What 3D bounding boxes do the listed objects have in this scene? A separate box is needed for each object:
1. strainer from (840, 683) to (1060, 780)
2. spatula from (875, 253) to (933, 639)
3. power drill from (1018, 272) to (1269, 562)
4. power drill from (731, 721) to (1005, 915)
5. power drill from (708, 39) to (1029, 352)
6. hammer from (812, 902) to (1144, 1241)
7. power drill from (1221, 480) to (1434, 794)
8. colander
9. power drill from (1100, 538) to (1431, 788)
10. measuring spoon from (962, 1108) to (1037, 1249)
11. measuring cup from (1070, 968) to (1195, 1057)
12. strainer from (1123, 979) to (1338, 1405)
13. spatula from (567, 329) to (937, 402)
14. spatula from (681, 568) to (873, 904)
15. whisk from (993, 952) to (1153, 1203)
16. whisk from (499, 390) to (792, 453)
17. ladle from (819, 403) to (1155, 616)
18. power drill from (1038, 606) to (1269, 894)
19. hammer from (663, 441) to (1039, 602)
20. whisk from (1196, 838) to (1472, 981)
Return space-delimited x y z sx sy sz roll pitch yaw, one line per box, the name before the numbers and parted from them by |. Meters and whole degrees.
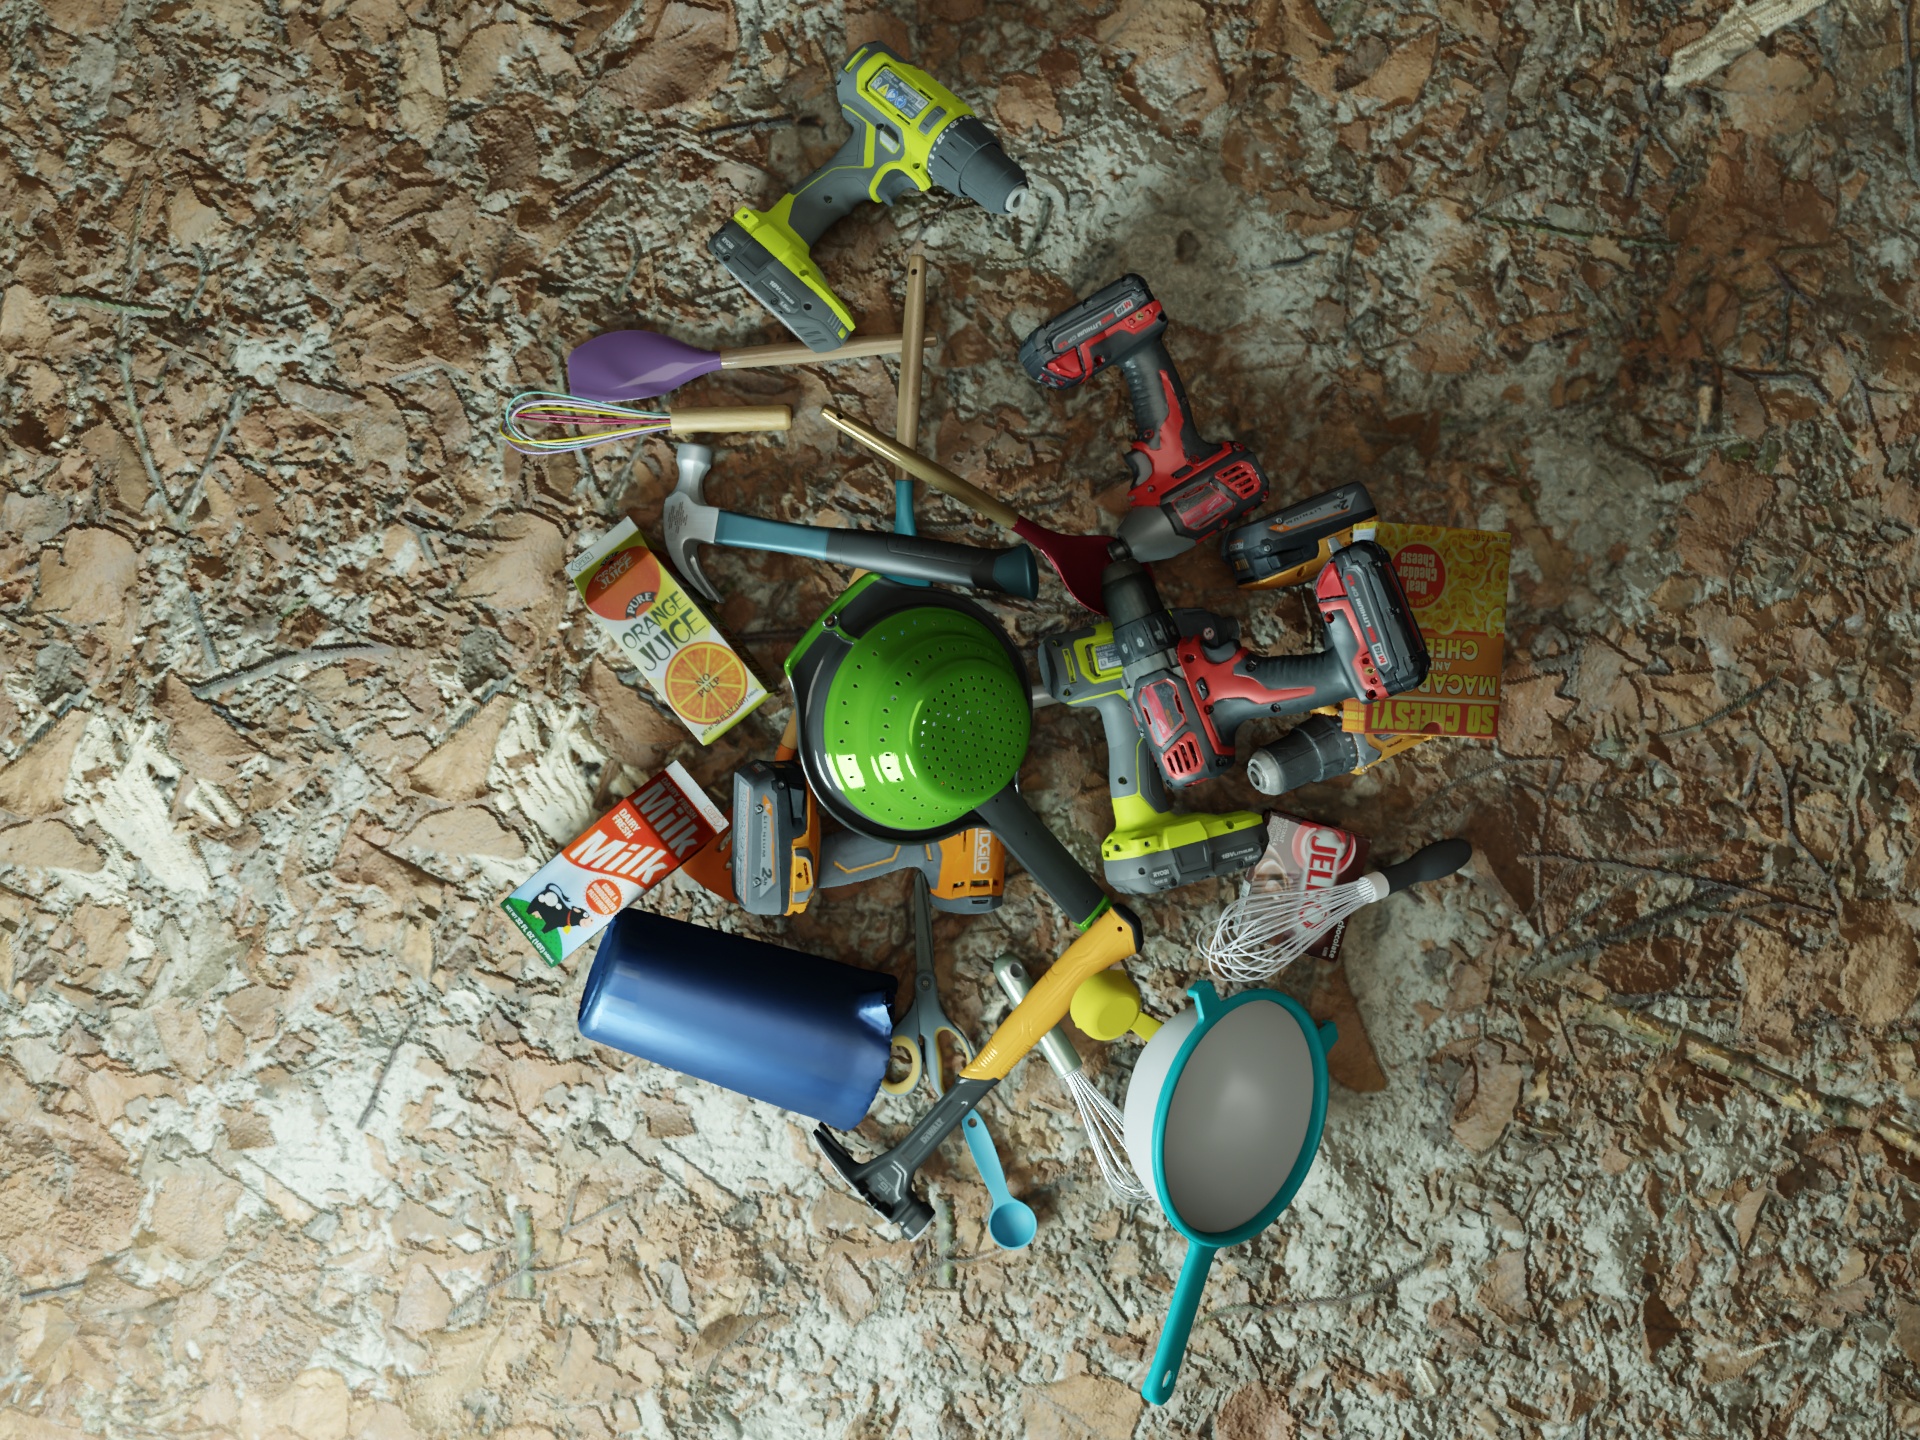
strainer | -0.002 -0.004 1.350 0.258 0.050 0.086 -13 113 -4
spatula | -0.048 -0.227 1.327 0.082 0.044 0.317 7 99 21
power drill | 0.145 -0.241 1.315 0.143 0.078 0.219 -32 96 -2
power drill | -0.068 0.079 1.306 0.226 0.084 0.164 0 99 -21
power drill | -0.074 -0.415 1.290 0.228 0.080 0.191 -47 72 3
hammer | 0.025 0.278 1.339 0.127 0.034 0.337 43 97 5
power drill | 0.291 -0.061 1.306 0.185 0.084 0.226 -23 95 -14
colander | 0.033 0.057 1.250 0.204 0.094 0.396 -49 119 -14
power drill | 0.226 -0.066 1.229 0.226 0.080 0.188 -22 86 23
measuring spoon | 0.030 0.396 1.386 0.042 0.021 0.129 -22 83 3
measuring cup | 0.154 0.258 1.327 0.156 0.029 0.062 35 95 -35
strainer | 0.184 0.377 1.310 0.210 0.095 0.340 23 82 -39
spatula | -0.177 -0.310 1.347 0.316 0.018 0.060 -4 91 2
spatula | -0.139 0.001 1.340 0.081 0.041 0.322 27 101 17
whisk | 0.099 0.307 1.365 0.058 0.059 0.246 -31 88 -34
whisk | -0.265 -0.255 1.342 0.245 0.047 0.051 -2 105 -3
ladle | 0.023 -0.176 1.315 0.315 0.031 0.069 29 75 -14
power drill | 0.172 0.020 1.325 0.171 0.080 0.223 -13 90 -13
hammer | -0.093 -0.144 1.301 0.331 0.033 0.128 11 91 17
whisk | 0.312 0.146 1.300 0.284 0.070 0.070 -17 93 -27
